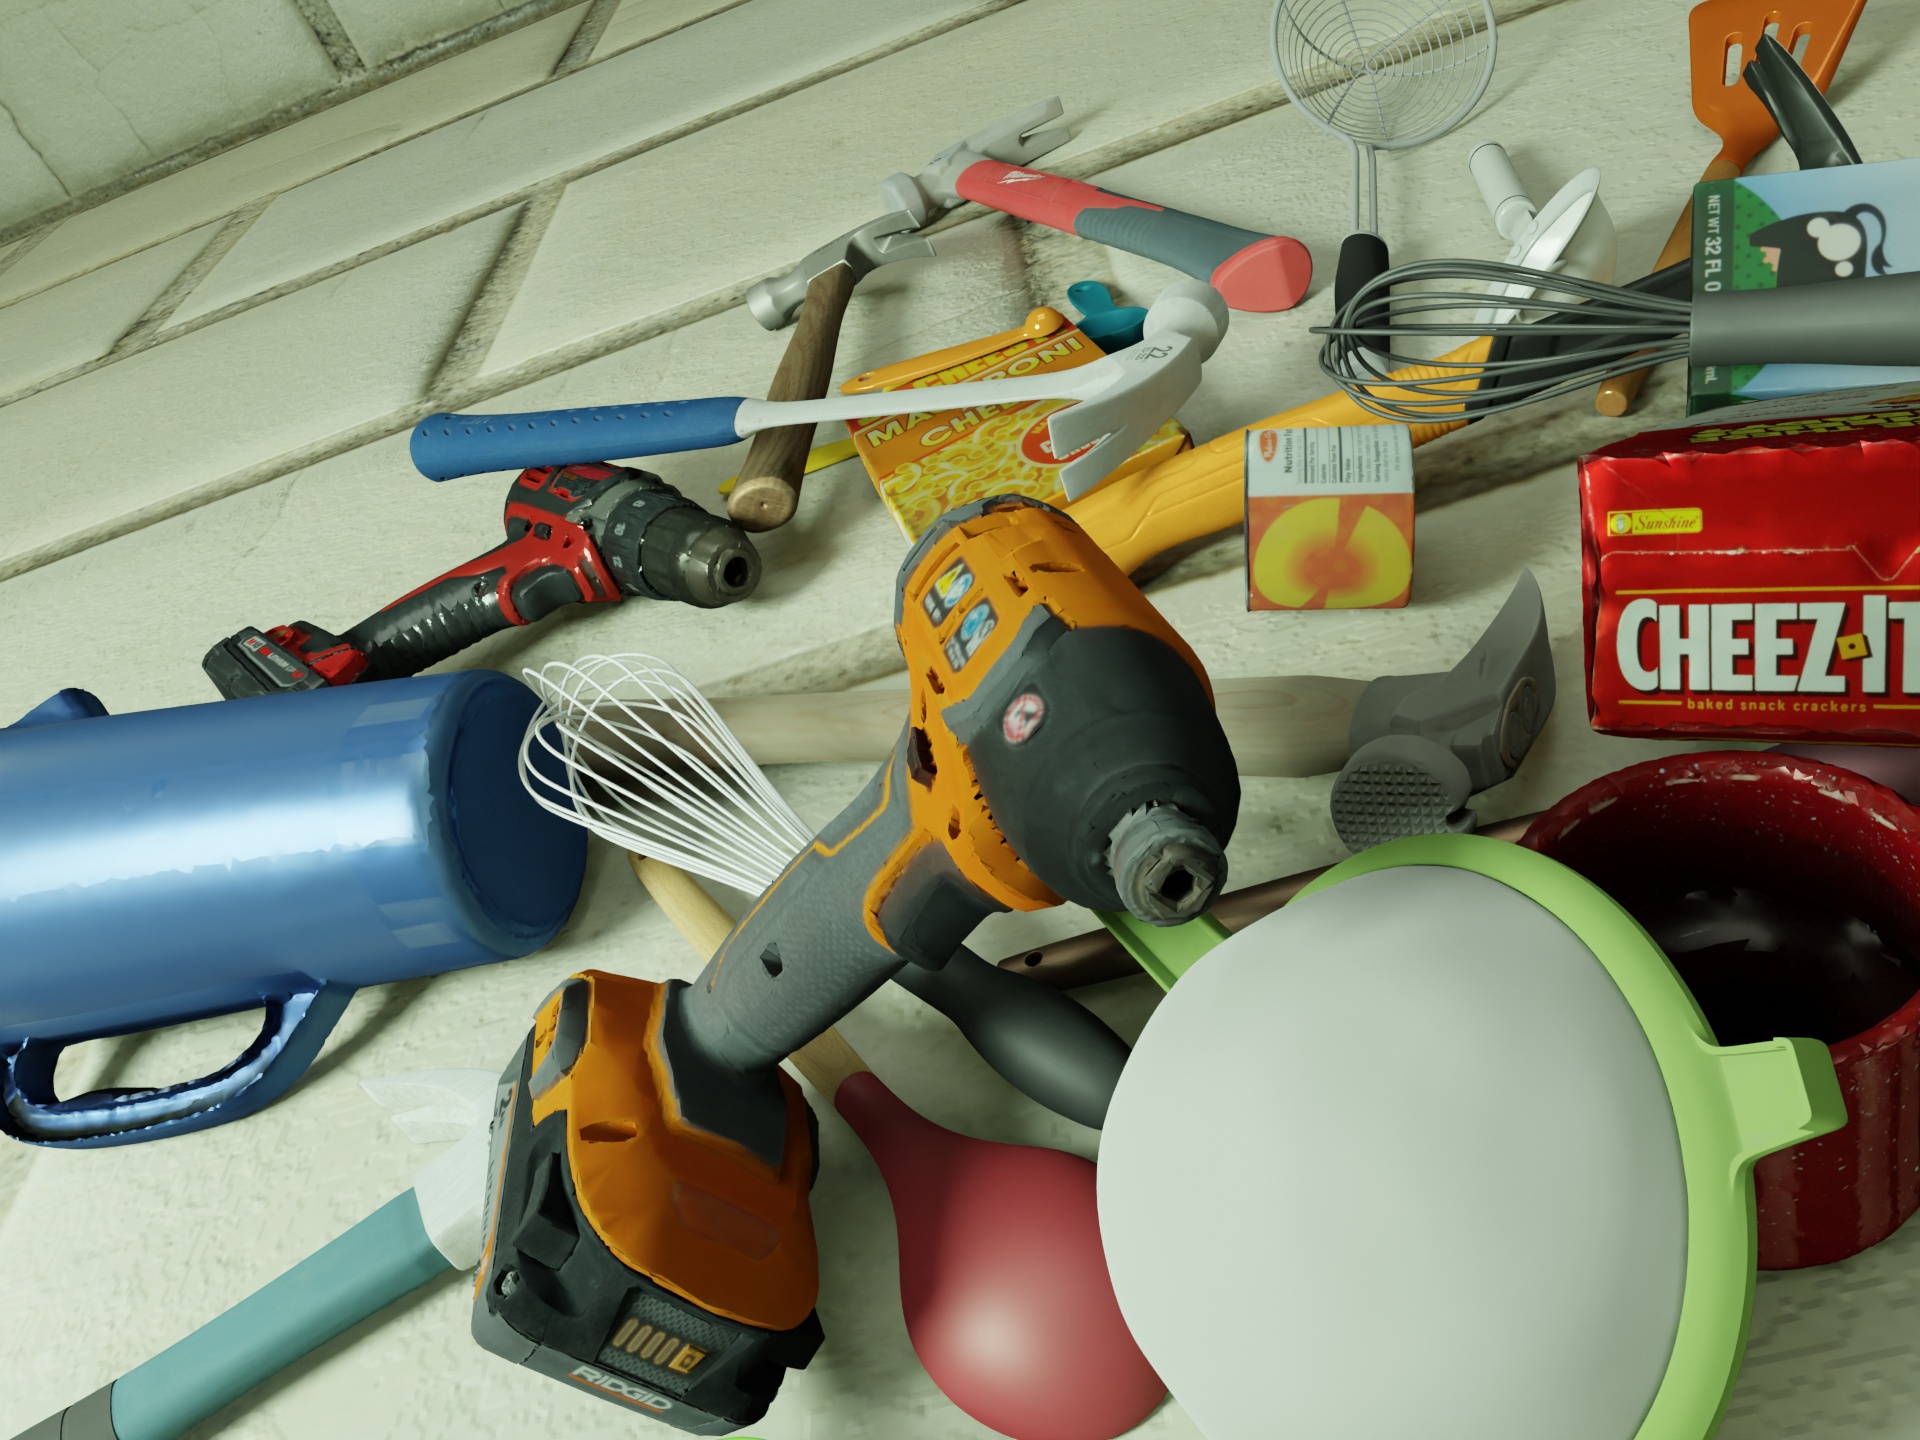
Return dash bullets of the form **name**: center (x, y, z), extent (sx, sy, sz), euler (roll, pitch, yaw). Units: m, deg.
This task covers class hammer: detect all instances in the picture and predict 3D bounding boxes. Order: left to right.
- **hammer**: center (-0.256, 0.214, 0.467), extent (0.331, 0.033, 0.128), euler (-32, 36, -10)
- **hammer**: center (-0.091, -0.137, 0.724), extent (0.405, 0.035, 0.144), euler (0, 35, 27)
- **hammer**: center (-0.081, -0.199, 0.873), extent (0.130, 0.031, 0.332), euler (-25, 31, 20)
- **hammer**: center (-0.001, -0.002, 0.581), extent (0.411, 0.038, 0.146), euler (-1, 25, 35)
- **hammer**: center (0.090, -0.305, 0.935), extent (0.143, 0.038, 0.387), euler (-31, 35, -12)
- **hammer**: center (0.176, -0.130, 0.611), extent (0.337, 0.127, 0.034), euler (-22, -7, 12)

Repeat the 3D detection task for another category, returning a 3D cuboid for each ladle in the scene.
- **ladle**: center (-0.043, 0.102, 0.493), extent (0.069, 0.031, 0.316), euler (-39, 35, -14)

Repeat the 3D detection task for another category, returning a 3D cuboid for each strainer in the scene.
- **strainer**: center (0.053, 0.071, 0.367), extent (0.257, 0.069, 0.151), euler (46, 118, 54)
- **strainer**: center (0.259, -0.228, 0.730), extent (0.086, 0.050, 0.259), euler (-58, 11, 34)

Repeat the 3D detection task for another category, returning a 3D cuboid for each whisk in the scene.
- **whisk**: center (-0.053, 0.048, 0.511), extent (0.285, 0.070, 0.070), euler (29, 60, 34)
- **whisk**: center (0.225, -0.120, 0.484), extent (0.239, 0.055, 0.055), euler (4, 44, 27)

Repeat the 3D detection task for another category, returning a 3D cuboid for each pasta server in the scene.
- **pasta server**: center (0.160, 0.041, 0.451), extent (0.316, 0.040, 0.060), euler (-17, 35, 17)

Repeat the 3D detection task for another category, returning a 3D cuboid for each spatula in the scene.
- **spatula**: center (0.328, -0.237, 0.699), extent (0.081, 0.041, 0.323), euler (7, 47, 36)

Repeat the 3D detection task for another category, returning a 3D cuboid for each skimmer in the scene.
- **skimmer**: center (0.212, -0.291, 0.796), extent (0.127, 0.090, 0.364), euler (15, 45, 0)

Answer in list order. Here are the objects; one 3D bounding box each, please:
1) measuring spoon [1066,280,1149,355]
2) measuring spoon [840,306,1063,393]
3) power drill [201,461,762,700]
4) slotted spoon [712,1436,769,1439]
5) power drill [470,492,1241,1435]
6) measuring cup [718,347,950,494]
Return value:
- **measuring spoon**: center (0.074, -0.212, 0.847), extent (0.042, 0.021, 0.129), euler (-16, 26, 3)
- **measuring spoon**: center (-0.006, -0.182, 0.781), extent (0.117, 0.011, 0.021), euler (-14, 35, 14)
- **power drill**: center (-0.216, -0.045, 0.749), extent (0.227, 0.080, 0.188), euler (-39, 37, -25)
- **slotted spoon**: center (-0.164, 0.236, 0.388), extent (0.314, 0.031, 0.070), euler (-18, 50, 13)
- **power drill**: center (-0.025, 0.060, 0.385), extent (0.226, 0.084, 0.164), euler (-51, 23, 11)
- **measuring cup**: center (-0.060, -0.155, 0.835), extent (0.156, 0.029, 0.062), euler (-18, 35, 8)
